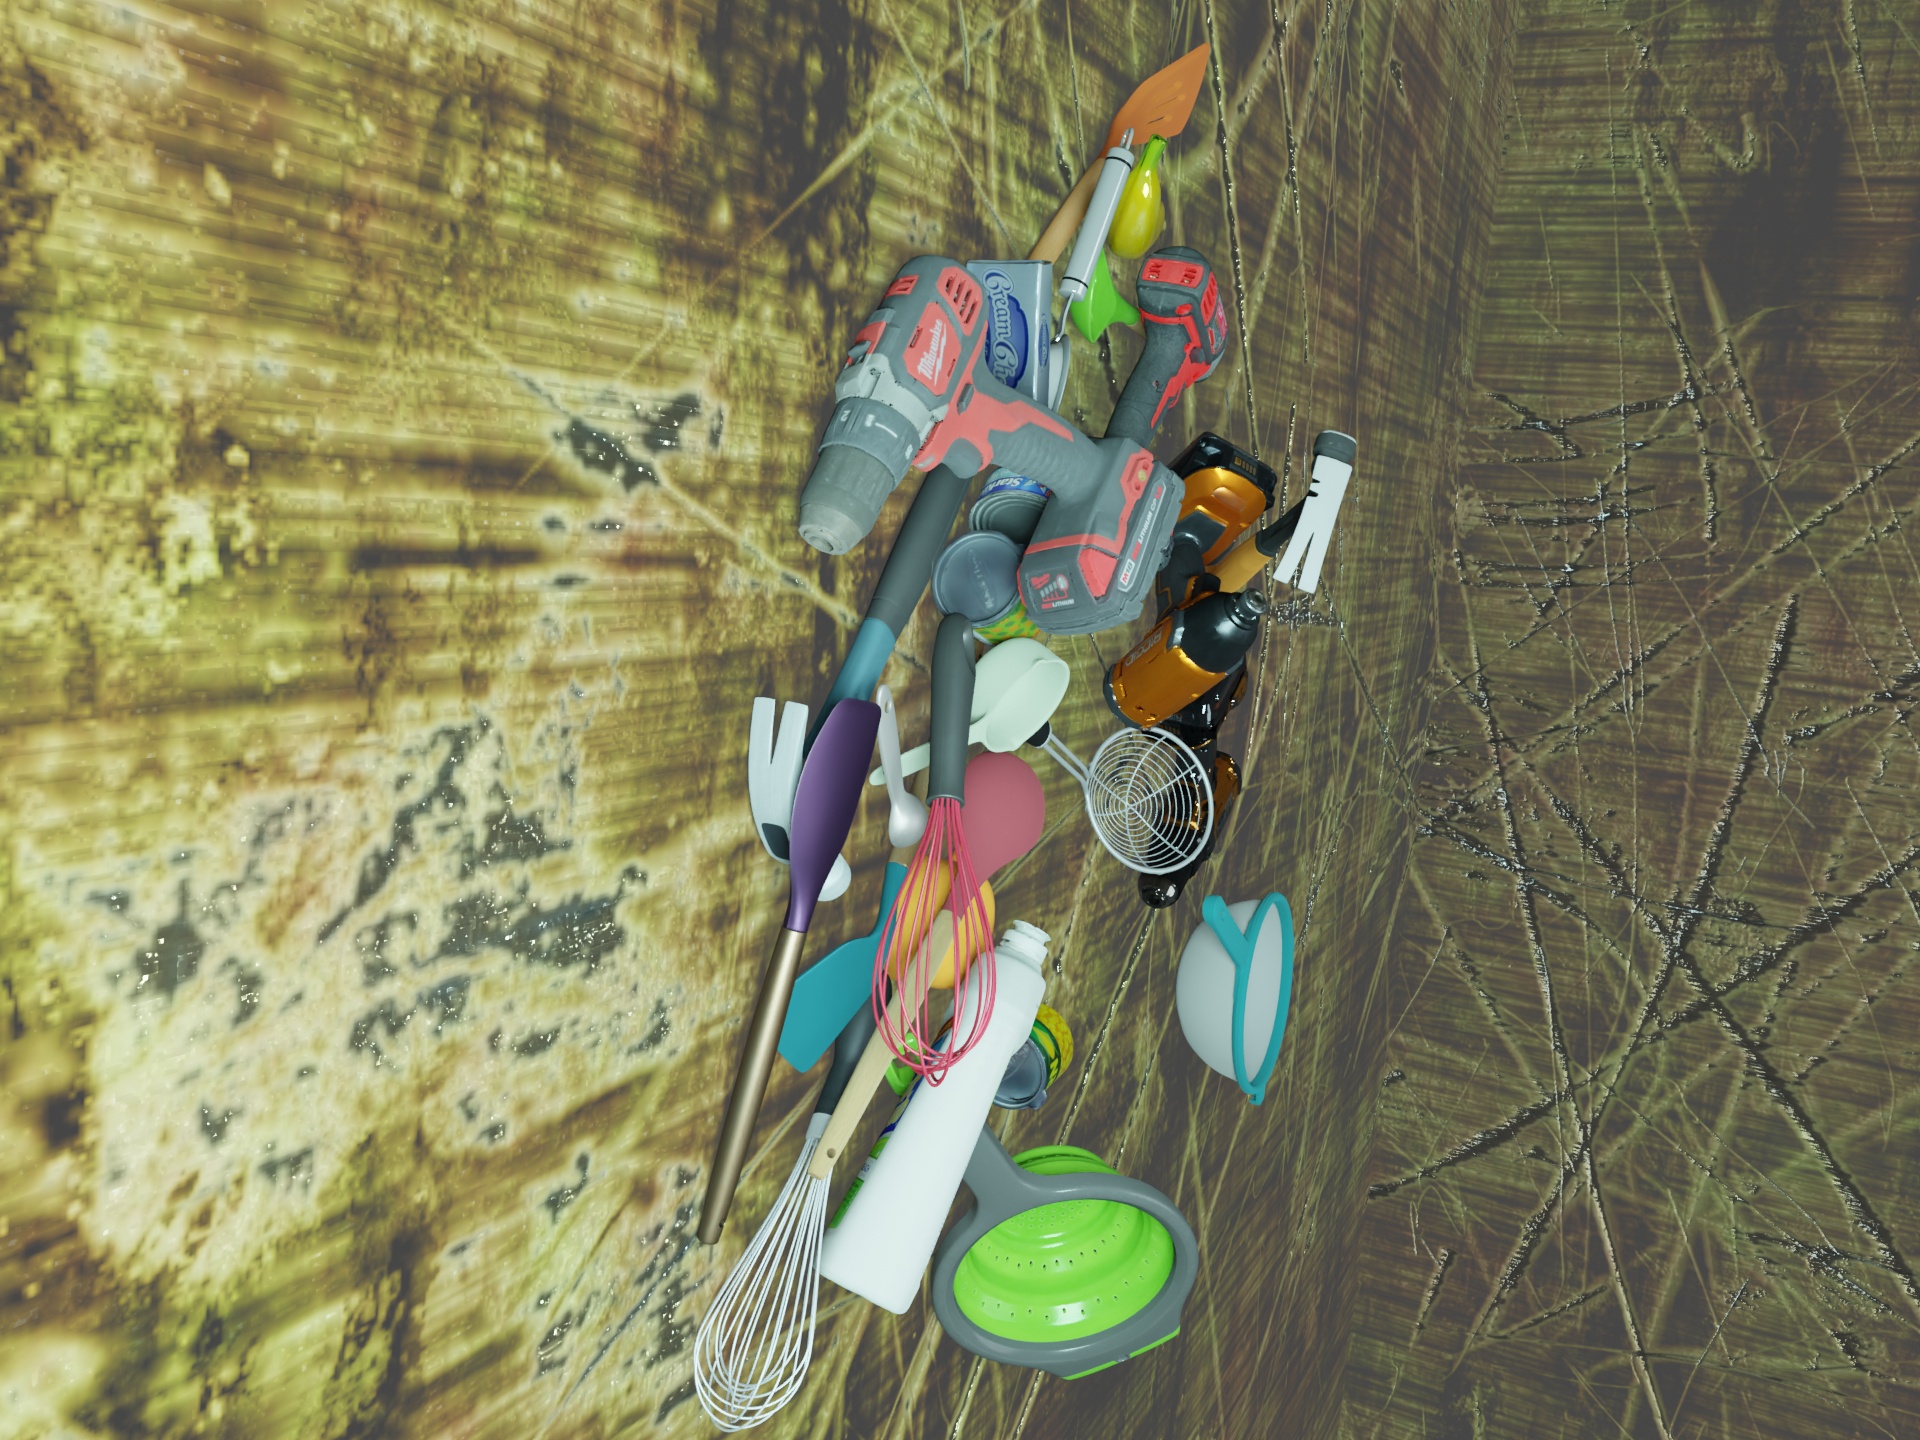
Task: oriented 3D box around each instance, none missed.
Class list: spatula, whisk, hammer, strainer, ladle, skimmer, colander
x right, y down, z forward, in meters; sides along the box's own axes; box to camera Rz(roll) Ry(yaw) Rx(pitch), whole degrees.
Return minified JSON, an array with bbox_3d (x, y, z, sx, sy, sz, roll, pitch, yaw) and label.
[{"bbox_3d":[-0.043,0.071,1.019,0.082,0.044,0.318,66,36,-49],"label":"spatula"},{"bbox_3d":[-0.010,0.067,0.931,0.073,0.073,0.296,52,36,-57],"label":"whisk"},{"bbox_3d":[-0.044,-0.063,0.961,0.128,0.033,0.331,64,42,-52],"label":"hammer"},{"bbox_3d":[0.072,-0.286,1.083,0.087,0.050,0.258,-179,-70,-75],"label":"strainer"},{"bbox_3d":[0.260,0.250,1.628,0.340,0.095,0.211,54,47,-53],"label":"strainer"},{"bbox_3d":[-0.019,0.143,0.995,0.069,0.031,0.316,38,59,-15],"label":"ladle"},{"bbox_3d":[0.103,-0.386,1.153,0.323,0.041,0.081,-61,173,-33],"label":"spatula"},{"bbox_3d":[-0.100,0.140,0.881,0.059,0.018,0.316,10,97,-58],"label":"spatula"},{"bbox_3d":[0.110,0.027,1.241,0.363,0.090,0.127,39,55,-61],"label":"skimmer"},{"bbox_3d":[0.038,0.340,1.190,0.396,0.204,0.095,59,9,-32],"label":"colander"},{"bbox_3d":[-0.090,0.277,0.951,0.070,0.070,0.285,64,38,-51],"label":"whisk"},{"bbox_3d":[0.256,-0.140,1.376,0.337,0.034,0.127,129,-20,-79],"label":"hammer"}]

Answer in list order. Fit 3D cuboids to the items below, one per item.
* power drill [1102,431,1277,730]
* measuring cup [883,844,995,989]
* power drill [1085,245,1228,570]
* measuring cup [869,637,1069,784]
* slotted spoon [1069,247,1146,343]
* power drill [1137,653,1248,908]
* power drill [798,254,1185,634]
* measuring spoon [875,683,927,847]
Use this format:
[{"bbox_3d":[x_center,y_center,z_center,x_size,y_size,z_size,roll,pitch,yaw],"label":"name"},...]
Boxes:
[{"bbox_3d":[0.191,-0.118,1.261,0.084,0.164,0.227,26,53,-18],"label":"power drill"},{"bbox_3d":[0.007,0.116,1.099,0.174,0.052,0.095,-45,137,-48],"label":"measuring cup"},{"bbox_3d":[0.148,-0.235,1.222,0.220,0.078,0.143,-69,158,-13],"label":"power drill"},{"bbox_3d":[-0.002,-0.003,1.023,0.167,0.038,0.083,-26,146,-33],"label":"measuring cup"},{"bbox_3d":[0.145,-0.318,1.281,0.313,0.031,0.070,-5,102,-66],"label":"slotted spoon"},{"bbox_3d":[0.207,0.048,1.473,0.185,0.084,0.226,-56,149,-39],"label":"power drill"},{"bbox_3d":[0.015,-0.136,0.934,0.226,0.080,0.188,36,66,-31],"label":"power drill"},{"bbox_3d":[-0.034,0.028,0.951,0.034,0.018,0.124,-59,151,-43],"label":"measuring spoon"}]
